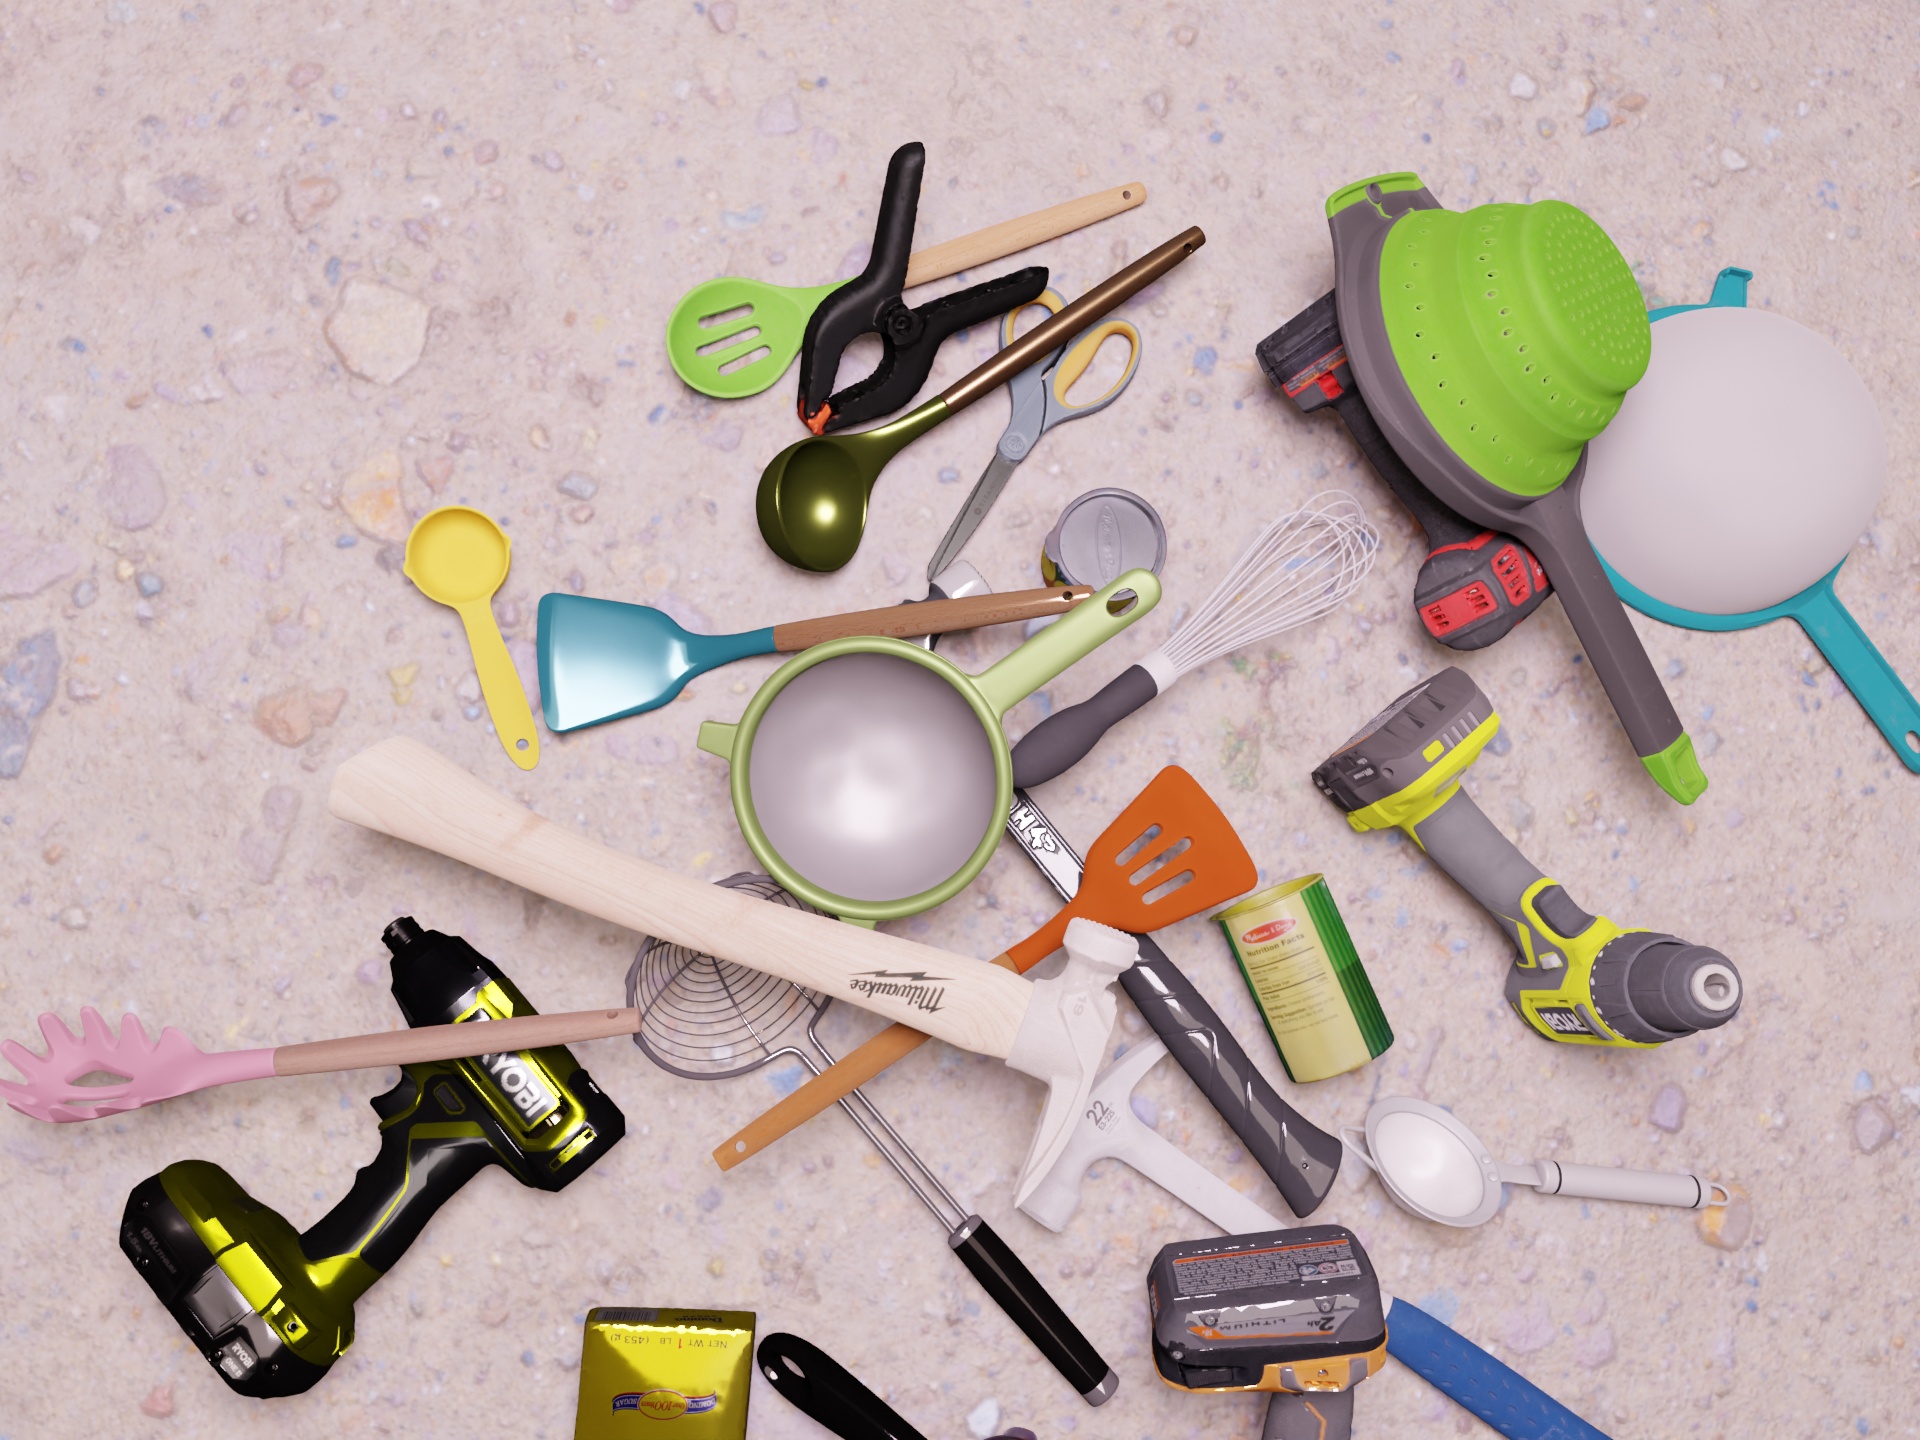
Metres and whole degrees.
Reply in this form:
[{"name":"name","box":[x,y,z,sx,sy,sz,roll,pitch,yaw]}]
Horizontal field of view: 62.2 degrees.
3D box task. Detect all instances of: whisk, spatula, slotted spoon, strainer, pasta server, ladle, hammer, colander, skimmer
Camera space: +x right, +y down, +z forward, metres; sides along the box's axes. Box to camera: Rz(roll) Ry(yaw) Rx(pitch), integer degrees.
[{"name":"whisk","box":[0.011,0.411,0.833,0.296,0.073,0.073,28,81,21]},{"name":"spatula","box":[-0.082,-0.050,0.901,0.317,0.044,0.082,-8,79,9]},{"name":"slotted spoon","box":[-0.029,-0.270,0.962,0.313,0.031,0.070,-22,100,-10]},{"name":"strainer","box":[0.333,0.267,0.925,0.258,0.050,0.087,8,39,-10]},{"name":"pasta server","box":[-0.324,0.167,0.814,0.316,0.040,0.060,-6,44,-3]},{"name":"ladle","box":[0.017,-0.195,0.929,0.320,0.062,0.078,-35,126,-5]},{"name":"strainer","box":[-0.001,-0.003,0.850,0.256,0.069,0.151,-35,92,9]},{"name":"whisk","box":[0.135,-0.043,0.913,0.284,0.070,0.070,-35,88,-19]},{"name":"hammer","box":[0.069,0.105,0.898,0.149,0.036,0.409,-38,80,-6]},{"name":"hammer","box":[0.235,0.329,0.910,0.405,0.035,0.144,35,81,-1]},{"name":"spatula","box":[0.008,0.141,0.845,0.322,0.041,0.081,-32,81,-12]},{"name":"colander","box":[0.345,-0.142,0.872,0.204,0.094,0.397,-29,92,-41]},{"name":"hammer","box":[-0.125,0.111,0.808,0.410,0.038,0.146,20,89,1]},{"name":"skimmer","box":[-0.036,0.239,0.867,0.127,0.090,0.363,-41,89,-9]},{"name":"strainer","box":[0.512,-0.113,0.960,0.211,0.095,0.340,-35,86,-9]}]

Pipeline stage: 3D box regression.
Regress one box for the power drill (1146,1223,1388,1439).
[{"name":"power drill","box":[0.149,0.398,0.856,0.185,0.084,0.226,-8,102,3]}]

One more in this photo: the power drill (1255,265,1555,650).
[{"name":"power drill","box":[0.282,-0.159,0.939,0.143,0.078,0.219,-31,91,-41]}]

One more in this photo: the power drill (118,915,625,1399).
[{"name":"power drill","box":[-0.317,0.229,0.852,0.223,0.080,0.171,-41,84,-12]}]

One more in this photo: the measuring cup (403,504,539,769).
[{"name":"measuring cup","box":[-0.272,-0.047,0.918,0.062,0.029,0.156,-18,97,-7]}]

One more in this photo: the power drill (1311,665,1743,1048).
[{"name":"power drill","box":[0.310,0.085,0.873,0.080,0.190,0.228,-40,84,-8]}]
